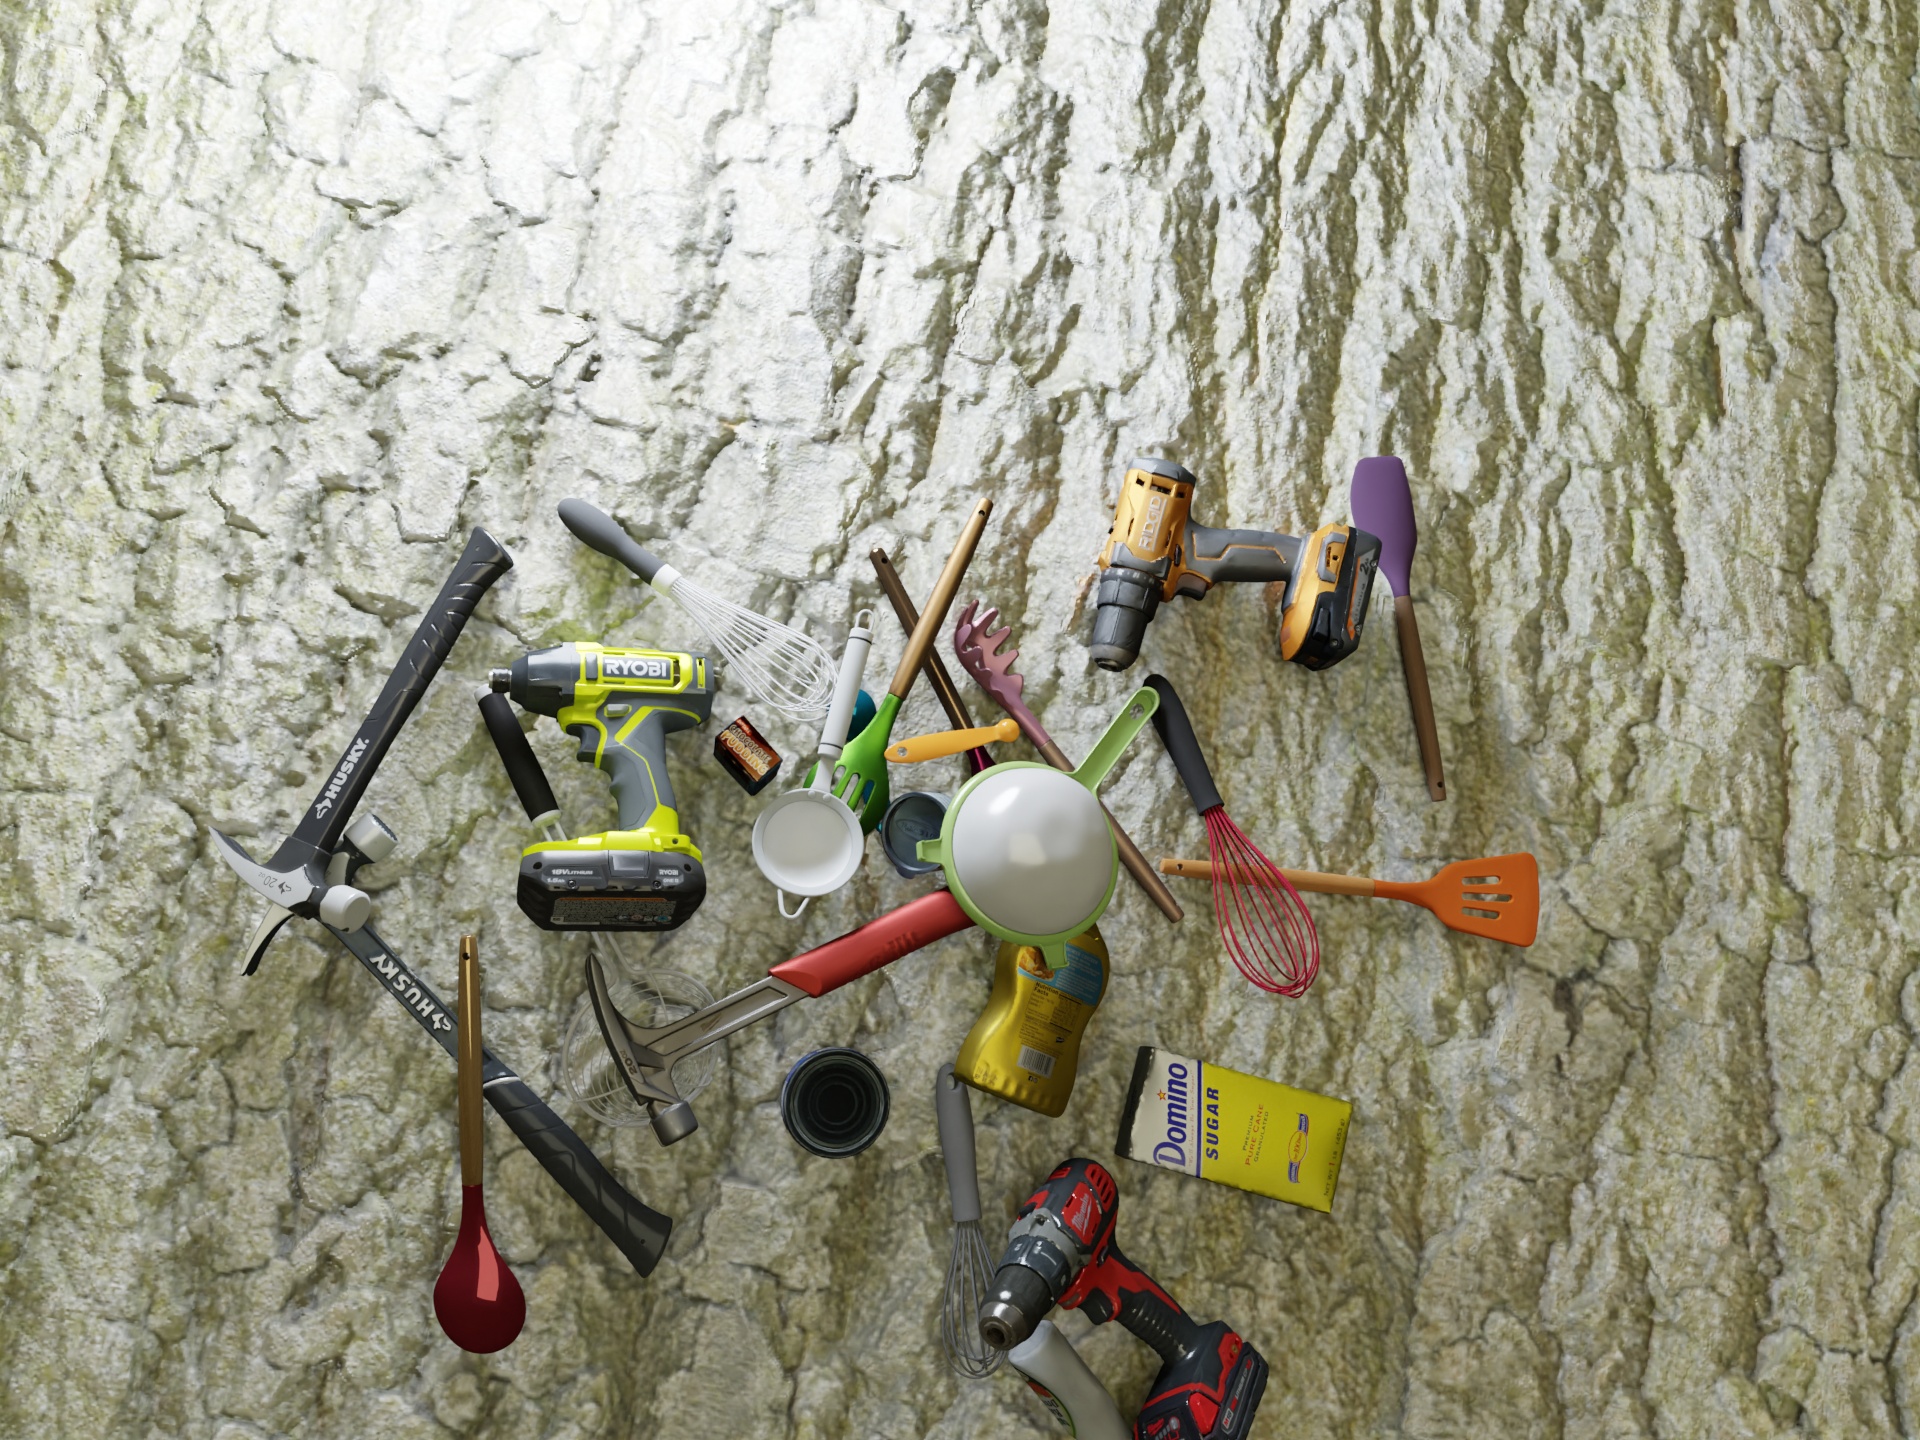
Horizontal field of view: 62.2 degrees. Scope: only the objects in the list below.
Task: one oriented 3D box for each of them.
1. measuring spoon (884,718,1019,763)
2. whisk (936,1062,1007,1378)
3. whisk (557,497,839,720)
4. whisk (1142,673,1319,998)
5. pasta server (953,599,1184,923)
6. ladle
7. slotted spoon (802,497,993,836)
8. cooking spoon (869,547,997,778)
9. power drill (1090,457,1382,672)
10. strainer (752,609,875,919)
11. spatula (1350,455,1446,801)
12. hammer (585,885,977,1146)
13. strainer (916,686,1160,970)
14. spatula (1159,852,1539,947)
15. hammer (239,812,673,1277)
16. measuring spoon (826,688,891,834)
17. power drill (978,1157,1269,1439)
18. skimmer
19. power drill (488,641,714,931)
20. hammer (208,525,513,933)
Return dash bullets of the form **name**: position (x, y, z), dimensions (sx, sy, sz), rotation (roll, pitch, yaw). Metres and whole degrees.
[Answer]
- **measuring spoon**: position (-0.006, 0.016, 1.289), dimensions (0.117, 0.011, 0.021), rotation (-11, 74, -18)
- **whisk**: position (0.002, 0.391, 1.249), dimensions (0.055, 0.055, 0.239), rotation (-4, 76, -10)
- **whisk**: position (-0.214, -0.095, 1.295), dimensions (0.284, 0.070, 0.070), rotation (36, 76, 3)
- **whisk**: position (0.215, 0.091, 1.312), dimensions (0.073, 0.073, 0.296), rotation (-18, 70, -12)
- **pasta server**: position (0.092, 0.037, 1.328), dimensions (0.316, 0.040, 0.060), rotation (53, 32, 0)
- **ladle**: position (-0.361, 0.317, 1.180), dimensions (0.069, 0.031, 0.315), rotation (-2, 90, 1)
- **slotted spoon**: position (-0.044, -0.043, 1.300), dimensions (0.070, 0.031, 0.314), rotation (26, 82, -5)
- **cooking spoon**: position (-0.002, -0.004, 1.314), dimensions (0.068, 0.017, 0.319), rotation (-21, 77, -27)
- **power drill**: position (0.226, -0.108, 1.357), dimensions (0.226, 0.084, 0.185), rotation (17, 78, -2)
- **strainer**: position (-0.103, 0.033, 1.252), dimensions (0.087, 0.050, 0.258), rotation (16, 76, -8)
- **spatula**: position (0.394, -0.084, 1.409), dimensions (0.059, 0.018, 0.316), rotation (-6, 80, -9)
- **hammer**: position (-0.102, 0.180, 1.228), dimensions (0.359, 0.036, 0.149), rotation (-23, 83, -26)
- **strainer**: position (0.095, 0.059, 1.260), dimensions (0.151, 0.069, 0.256), rotation (40, 65, -2)
- **spatula**: position (0.329, 0.138, 1.347), dimensions (0.322, 0.041, 0.081), rotation (6, 79, -7)
- **hammer**: position (-0.370, 0.267, 1.214), dimensions (0.149, 0.036, 0.409), rotation (-43, 89, -12)
- **measuring spoon**: position (-0.077, 0.033, 1.309), dimensions (0.042, 0.021, 0.129), rotation (-15, 82, -11)
- **power drill**: position (0.115, 0.461, 1.193), dimensions (0.227, 0.080, 0.188), rotation (50, 32, 1)
- **skimmer**: position (-0.302, 0.141, 1.249), dimensions (0.127, 0.090, 0.363), rotation (-22, 74, -24)
- **power drill**: position (-0.274, 0.044, 1.215), dimensions (0.171, 0.080, 0.223), rotation (2, 59, -17)
- **hammer**: position (-0.447, -0.008, 1.235), dimensions (0.146, 0.035, 0.335), rotation (17, 69, 20)
